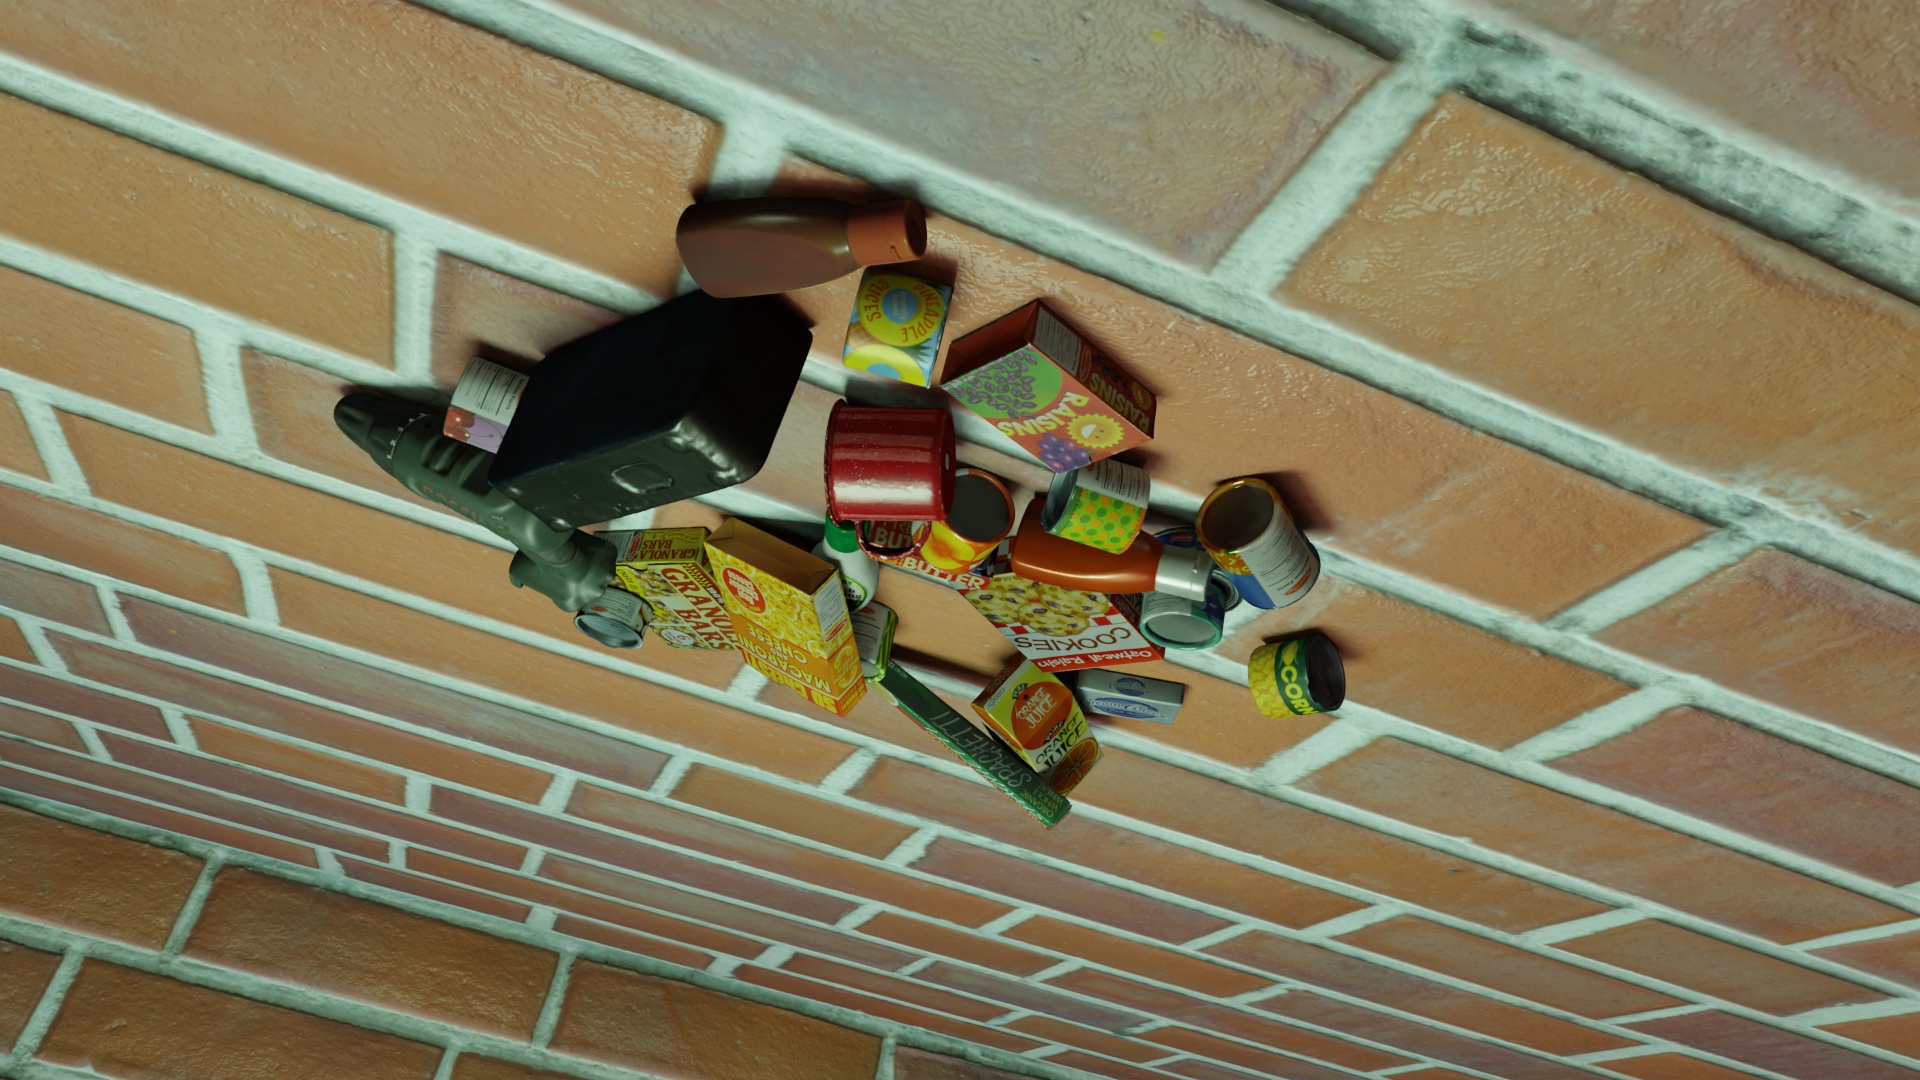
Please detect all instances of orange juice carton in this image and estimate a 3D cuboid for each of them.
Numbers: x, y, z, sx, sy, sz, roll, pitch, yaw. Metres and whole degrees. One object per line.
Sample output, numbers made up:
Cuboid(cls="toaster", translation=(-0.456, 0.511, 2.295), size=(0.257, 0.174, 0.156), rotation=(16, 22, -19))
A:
Cuboid(cls="orange juice carton", translation=(0.071, 0.175, 1.339), size=(0.073, 0.072, 0.192), rotation=(36, 165, 34))

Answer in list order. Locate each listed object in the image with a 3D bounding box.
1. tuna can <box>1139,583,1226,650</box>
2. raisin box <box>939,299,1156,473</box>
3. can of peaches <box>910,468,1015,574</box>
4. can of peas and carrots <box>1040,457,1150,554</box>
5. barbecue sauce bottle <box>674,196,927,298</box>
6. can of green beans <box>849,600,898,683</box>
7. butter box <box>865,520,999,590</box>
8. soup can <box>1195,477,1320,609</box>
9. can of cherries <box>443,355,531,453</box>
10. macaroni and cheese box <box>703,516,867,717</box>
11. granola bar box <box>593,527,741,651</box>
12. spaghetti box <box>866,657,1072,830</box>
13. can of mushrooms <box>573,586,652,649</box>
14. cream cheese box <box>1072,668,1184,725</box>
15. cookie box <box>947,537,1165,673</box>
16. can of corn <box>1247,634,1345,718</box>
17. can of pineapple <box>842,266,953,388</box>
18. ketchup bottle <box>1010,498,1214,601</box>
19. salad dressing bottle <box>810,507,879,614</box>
Cuboid(cls="tuna can", translation=(0.177, 0.059, 1.097), size=(0.071, 0.033, 0.070), rotation=(9, 150, 6))
Cuboid(cls="raisin box", translation=(0.060, -0.099, 0.933), size=(0.123, 0.040, 0.086), rotation=(33, 143, -33))
Cuboid(cls="can of peaches", translation=(0.004, -0.013, 1.072), size=(0.071, 0.071, 0.057), rotation=(20, 148, -13))
Cuboid(cls="can of peas and carrots", translation=(0.098, -0.027, 1.014), size=(0.059, 0.071, 0.070), rotation=(18, 150, -11))
Cuboid(cls="barbecue sauce bottle", translation=(-0.095, -0.182, 0.844), size=(0.148, 0.044, 0.064), rotation=(-1, 148, 21))
Cuboid(cls="can of green beans", translation=(-0.096, 0.094, 1.302), size=(0.071, 0.058, 0.071), rotation=(9, 150, 5))
Cuboid(cls="butter box", translation=(-0.021, 0.001, 1.119), size=(0.103, 0.053, 0.024), rotation=(16, 148, -6))
Cuboid(cls="soup can", translation=(0.217, 0.001, 1.024), size=(0.071, 0.072, 0.083), rotation=(-9, 143, 32))
Cuboid(cls="can of cherries", translation=(-0.353, -0.099, 1.055), size=(0.058, 0.072, 0.071), rotation=(20, 149, -13))
Cuboid(cls="macaroni and cheese box", translation=(-0.152, 0.069, 1.219), size=(0.124, 0.040, 0.165), rotation=(24, 143, 29))
Cuboid(cls="granola bar box", translation=(-0.255, 0.050, 1.302), size=(0.124, 0.039, 0.165), rotation=(-2, 147, 23))
Cuboid(cls="spaghetti box", translation=(0.001, 0.191, 1.346), size=(0.250, 0.029, 0.050), rotation=(38, 164, 10))
Cuboid(cls="can of mushrooms", translation=(-0.323, 0.073, 1.294), size=(0.071, 0.033, 0.070), rotation=(11, 151, 6))
Cuboid(cls="cream cheese box", translation=(0.160, 0.151, 1.339), size=(0.104, 0.024, 0.053), rotation=(10, 150, 4))
Cuboid(cls="cookie box", translation=(0.087, 0.054, 1.186), size=(0.123, 0.040, 0.167), rotation=(-9, 143, 33))
Cuboid(cls="can of corn", translation=(0.288, 0.119, 1.193), size=(0.058, 0.071, 0.071), rotation=(-17, 139, 41))
Cuboid(cls="can of pineapple", translation=(-0.039, -0.136, 0.878), size=(0.058, 0.071, 0.070), rotation=(14, 150, -3))
Cuboid(cls="ketchup bottle", translation=(0.117, 0.012, 1.059), size=(0.149, 0.065, 0.043), rotation=(13, 155, 16))
Cuboid(cls="salad dressing bottle", translation=(-0.099, 0.012, 1.176), size=(0.064, 0.044, 0.147), rotation=(17, 150, 2))
